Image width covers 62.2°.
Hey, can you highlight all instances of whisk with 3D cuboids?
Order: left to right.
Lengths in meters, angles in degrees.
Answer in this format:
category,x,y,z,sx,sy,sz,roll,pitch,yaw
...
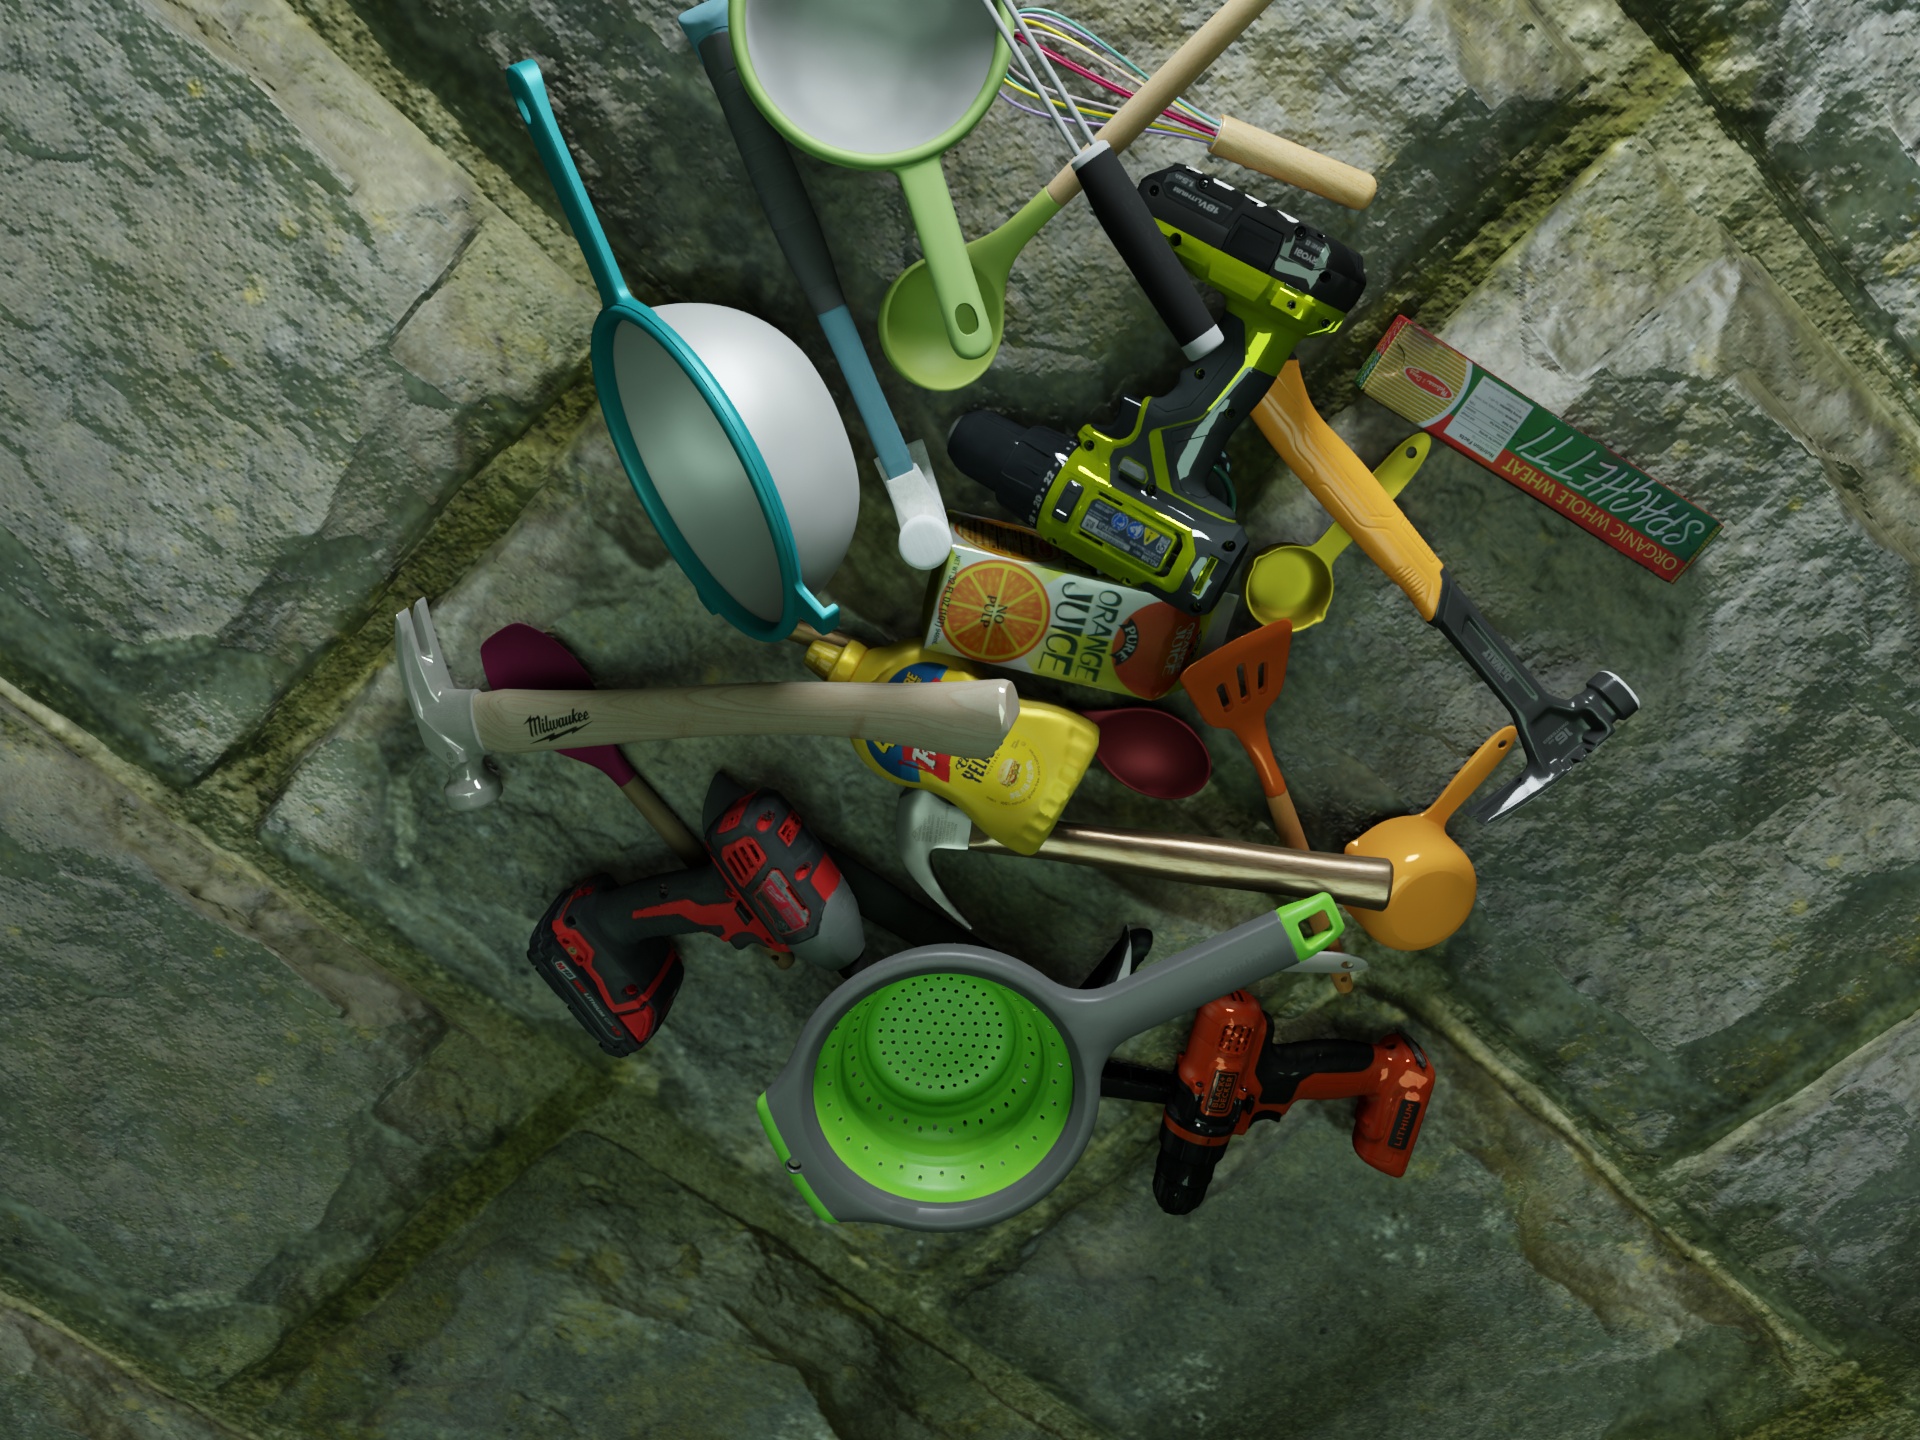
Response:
category,x,y,z,sx,sy,sz,roll,pitch,yaw
whisk,0.125,-0.344,0.899,0.245,0.047,0.051,17,127,-12

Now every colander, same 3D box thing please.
category,x,y,z,sx,sy,sz,roll,pitch,yaw
colander,0.061,0.197,1.064,0.397,0.094,0.204,-25,105,5

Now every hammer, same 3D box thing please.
category,x,y,z,sx,sy,sz,roll,pitch,yaw
hammer,-0.166,-0.014,1.001,0.411,0.038,0.146,-1,117,18
hammer,-0.079,-0.249,0.912,0.033,0.128,0.331,-22,105,5
hammer,-0.034,0.135,1.113,0.334,0.035,0.146,33,106,-8
hammer,0.120,0.091,1.063,0.331,0.031,0.130,8,90,4
hammer,0.276,-0.090,0.992,0.127,0.034,0.336,-41,100,4

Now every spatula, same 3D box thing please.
category,x,y,z,sx,sy,sz,roll,pitch,yaw
spatula,0.226,0.071,1.089,0.081,0.041,0.322,-27,118,-4

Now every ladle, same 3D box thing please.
category,x,y,z,sx,sy,sz,roll,pitch,yaw
ladle,0.019,-0.017,1.062,0.315,0.031,0.069,18,126,-6
ladle,0.072,-0.301,0.874,0.078,0.062,0.320,32,126,-30

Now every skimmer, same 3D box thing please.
category,x,y,z,sx,sy,sz,roll,pitch,yaw
skimmer,0.039,-0.341,0.797,0.127,0.090,0.363,-35,103,-3

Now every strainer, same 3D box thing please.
category,x,y,z,sx,sy,sz,roll,pitch,yaw
strainer,-0.145,-0.214,0.907,0.095,0.211,0.340,-30,110,-22
strainer,-0.033,-0.322,0.874,0.151,0.069,0.256,-19,101,-3

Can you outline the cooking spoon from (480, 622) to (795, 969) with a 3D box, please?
category,x,y,z,sx,sy,sz,roll,pitch,yaw
cooking spoon,-0.215,0.060,1.104,0.069,0.017,0.318,-29,112,21

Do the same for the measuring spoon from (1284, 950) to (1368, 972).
category,x,y,z,sx,sy,sz,roll,pitch,yaw
measuring spoon,0.230,0.179,1.145,0.124,0.018,0.034,-2,129,15

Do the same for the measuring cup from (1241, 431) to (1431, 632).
category,x,y,z,sx,sy,sz,roll,pitch,yaw
measuring cup,0.241,-0.124,1.016,0.062,0.029,0.156,39,98,-14

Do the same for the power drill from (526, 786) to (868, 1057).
category,x,y,z,sx,sy,sz,roll,pitch,yaw
power drill,-0.172,0.143,1.083,0.219,0.079,0.143,-25,111,26

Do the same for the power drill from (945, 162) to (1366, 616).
category,x,y,z,sx,sy,sz,roll,pitch,yaw
power drill,0.111,-0.198,0.928,0.190,0.080,0.228,31,110,10

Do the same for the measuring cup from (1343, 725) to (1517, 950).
category,x,y,z,sx,sy,sz,roll,pitch,yaw
measuring cup,0.335,0.083,1.088,0.095,0.052,0.173,27,108,-27
